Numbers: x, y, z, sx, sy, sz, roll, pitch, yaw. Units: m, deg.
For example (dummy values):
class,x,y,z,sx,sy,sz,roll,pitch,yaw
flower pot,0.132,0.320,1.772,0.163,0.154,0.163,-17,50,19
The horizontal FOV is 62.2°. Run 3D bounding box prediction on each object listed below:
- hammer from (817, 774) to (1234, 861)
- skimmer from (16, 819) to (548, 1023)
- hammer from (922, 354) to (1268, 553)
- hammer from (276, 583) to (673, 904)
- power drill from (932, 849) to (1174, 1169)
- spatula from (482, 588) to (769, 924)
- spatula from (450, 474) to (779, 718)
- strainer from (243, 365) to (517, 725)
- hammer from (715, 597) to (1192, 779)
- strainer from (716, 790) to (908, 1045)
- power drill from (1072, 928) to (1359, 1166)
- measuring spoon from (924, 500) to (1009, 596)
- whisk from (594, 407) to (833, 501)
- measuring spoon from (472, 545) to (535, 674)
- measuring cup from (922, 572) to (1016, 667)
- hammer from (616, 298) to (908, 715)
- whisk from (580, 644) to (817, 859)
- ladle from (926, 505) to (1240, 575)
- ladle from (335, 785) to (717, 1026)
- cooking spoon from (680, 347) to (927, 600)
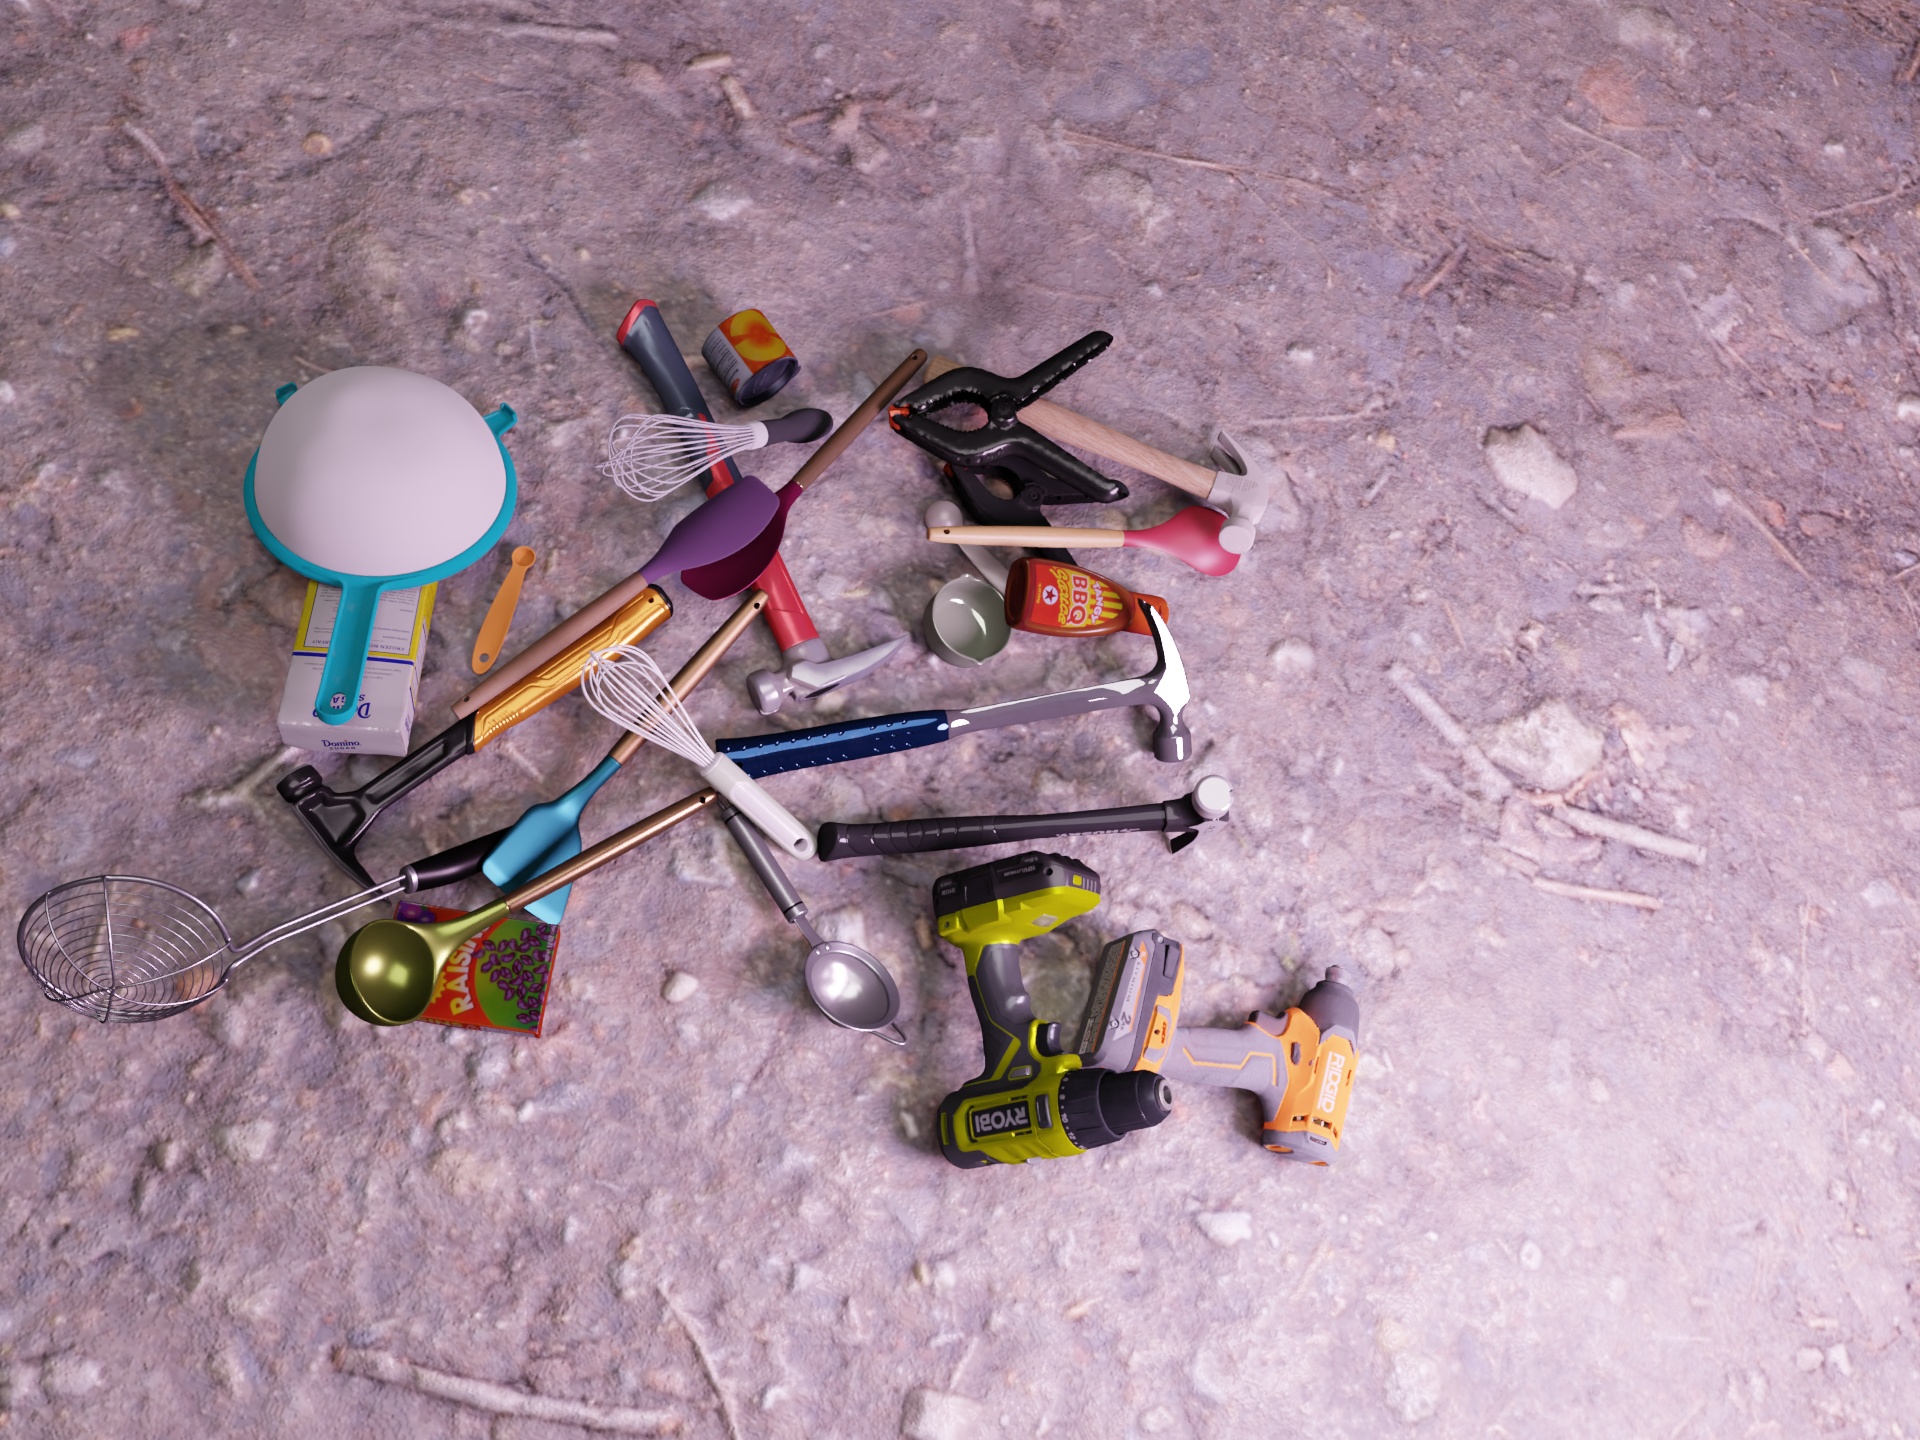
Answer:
class,x,y,z,sx,sy,sz,roll,pitch,yaw
hammer,0.049,0.089,1.307,0.334,0.146,0.035,-4,73,-2
skimmer,-0.466,0.117,1.141,0.090,0.127,0.363,37,35,24
hammer,0.124,-0.259,1.450,0.331,0.031,0.130,23,46,2
hammer,-0.366,0.001,1.277,0.337,0.034,0.127,-39,83,-20
power drill,0.064,0.223,1.231,0.080,0.190,0.229,21,56,-52
spatula,-0.254,0.016,1.273,0.317,0.044,0.082,-51,122,-13
spatula,-0.277,-0.099,1.290,0.316,0.018,0.060,-38,65,-16
strainer,-0.460,-0.159,1.228,0.211,0.095,0.341,4,55,-10
hammer,-0.002,-0.004,1.336,0.405,0.035,0.144,-10,106,-11
strainer,-0.128,0.162,1.275,0.087,0.050,0.258,-15,66,-53
power drill,0.222,0.250,1.302,0.226,0.084,0.164,23,69,-9
measuring spoon,0.017,-0.149,1.414,0.034,0.018,0.124,-42,86,-20
whisk,-0.193,-0.231,1.313,0.070,0.070,0.284,53,35,7
measuring spoon,-0.379,-0.091,1.318,0.021,0.011,0.117,17,74,-2
measuring cup,0.043,-0.083,1.396,0.167,0.038,0.083,-1,74,-28
hammer,-0.186,-0.200,1.377,0.143,0.038,0.386,-23,79,-19
whisk,-0.202,0.029,1.256,0.058,0.059,0.246,-46,111,-2
ladle,0.118,-0.162,1.406,0.315,0.031,0.069,-2,73,-22
ladle,-0.316,0.127,1.199,0.320,0.062,0.078,-29,101,-28
cooking spoon,-0.125,-0.217,1.367,0.069,0.017,0.319,31,65,17
